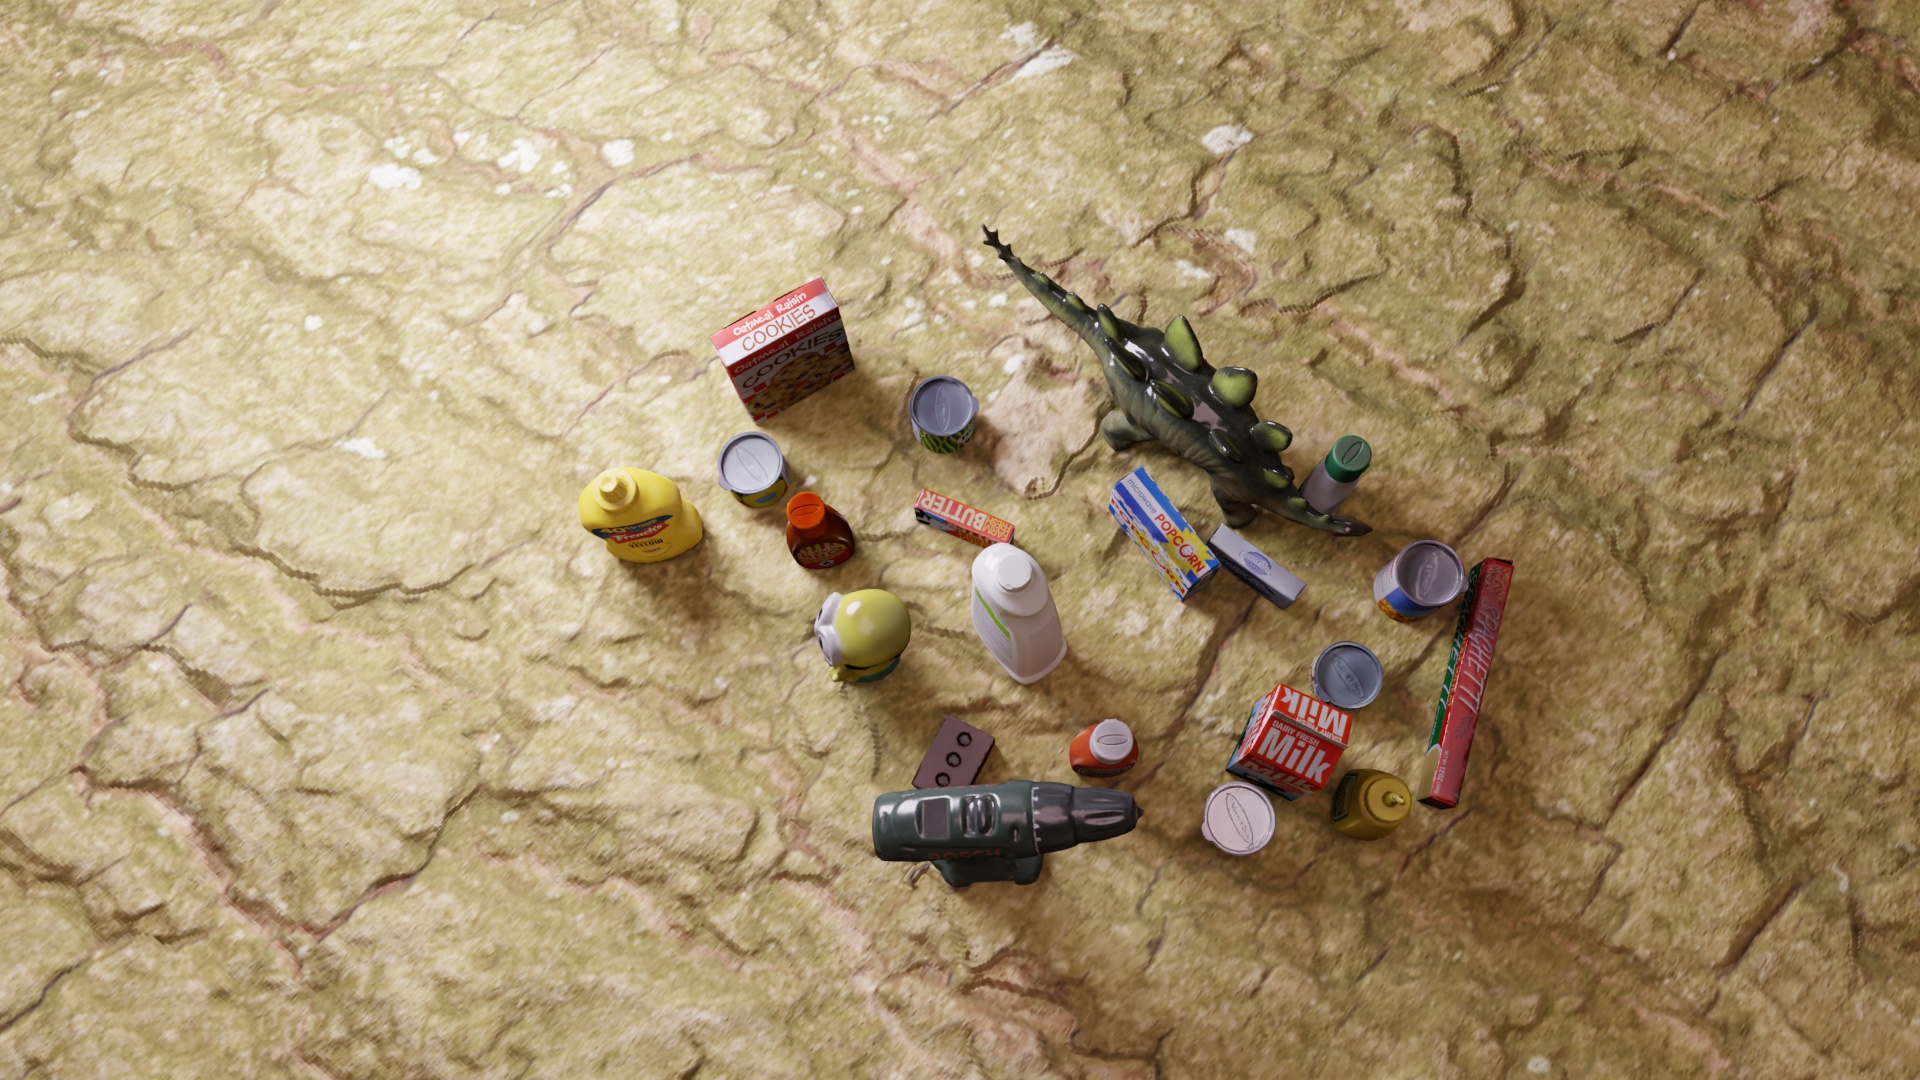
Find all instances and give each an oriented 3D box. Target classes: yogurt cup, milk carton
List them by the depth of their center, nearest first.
[{"bbox_3d":[0.301,0.184,1.269,0.072,0.190,0.073,25,77,8],"label":"milk carton"},{"bbox_3d":[0.261,0.265,1.318,0.072,0.054,0.072,0,75,1],"label":"yogurt cup"}]

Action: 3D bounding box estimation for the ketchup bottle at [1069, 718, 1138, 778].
[{"bbox_3d":[0.136,0.193,1.292,0.065,0.148,0.043,-3,75,1],"label":"ketchup bottle"}]

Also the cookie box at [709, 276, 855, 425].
[{"bbox_3d":[-0.175,-0.188,1.395,0.123,0.167,0.040,-31,77,-6],"label":"cookie box"}]

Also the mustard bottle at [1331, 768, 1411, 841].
[{"bbox_3d":[0.379,0.238,1.268,0.049,0.160,0.065,16,76,6],"label":"mustard bottle"}]

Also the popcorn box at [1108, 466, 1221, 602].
[{"bbox_3d":[0.200,-0.005,1.378,0.038,0.085,0.127,-35,77,-7],"label":"popcorn box"}]

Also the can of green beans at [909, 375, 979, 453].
[{"bbox_3d":[-0.018,-0.129,1.431,0.071,0.057,0.071,0,75,1],"label":"can of green beans"}]

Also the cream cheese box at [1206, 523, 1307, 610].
[{"bbox_3d":[0.292,0.027,1.383,0.104,0.053,0.024,37,79,10],"label":"cream cheese box"}]

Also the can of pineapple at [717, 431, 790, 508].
[{"bbox_3d":[-0.212,-0.071,1.420,0.071,0.057,0.071,0,75,1],"label":"can of pineapple"}]

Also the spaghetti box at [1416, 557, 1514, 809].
[{"bbox_3d":[0.491,0.137,1.350,0.029,0.050,0.250,17,76,6],"label":"spaghetti box"}]

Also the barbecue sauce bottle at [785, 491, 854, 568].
[{"bbox_3d":[-0.141,-0.010,1.355,0.065,0.148,0.044,-12,75,-2],"label":"barbecue sauce bottle"}]

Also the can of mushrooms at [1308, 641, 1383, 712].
[{"bbox_3d":[0.375,0.135,1.362,0.071,0.033,0.071,0,75,1],"label":"can of mushrooms"}]

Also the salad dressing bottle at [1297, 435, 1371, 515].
[{"bbox_3d":[0.366,-0.063,1.357,0.044,0.147,0.064,41,80,11],"label":"salad dressing bottle"}]

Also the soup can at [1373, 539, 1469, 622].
[{"bbox_3d":[0.450,0.042,1.359,0.071,0.083,0.071,0,75,1],"label":"soup can"}]

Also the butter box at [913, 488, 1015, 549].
[{"bbox_3d":[0.005,-0.018,1.403,0.103,0.053,0.024,22,77,7],"label":"butter box"}]
